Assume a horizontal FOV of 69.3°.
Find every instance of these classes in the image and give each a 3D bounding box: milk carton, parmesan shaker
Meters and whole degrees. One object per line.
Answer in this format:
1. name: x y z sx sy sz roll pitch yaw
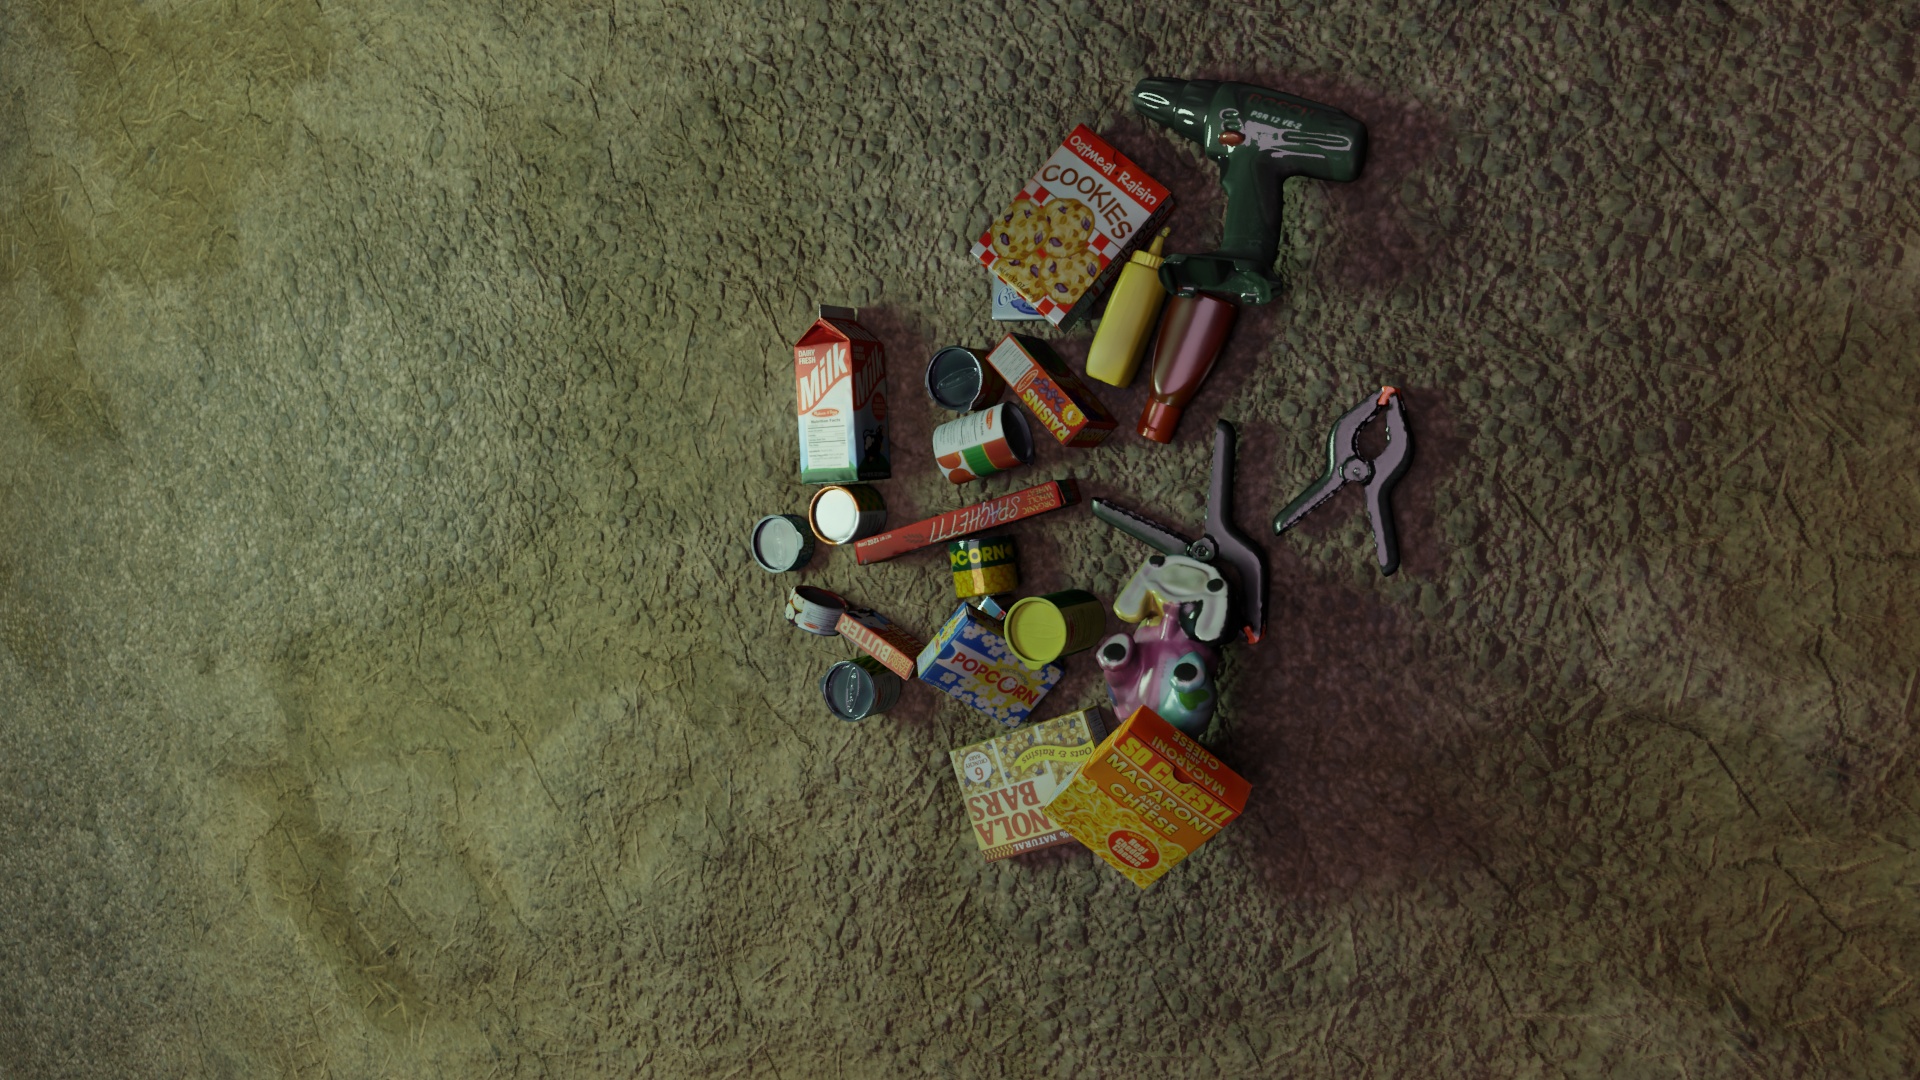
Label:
1. milk carton: -0.128 -0.158 1.500 0.073 0.072 0.190 -2 93 27
2. parmesan shaker: 0.095 0.087 1.381 0.071 0.103 0.071 1 93 27

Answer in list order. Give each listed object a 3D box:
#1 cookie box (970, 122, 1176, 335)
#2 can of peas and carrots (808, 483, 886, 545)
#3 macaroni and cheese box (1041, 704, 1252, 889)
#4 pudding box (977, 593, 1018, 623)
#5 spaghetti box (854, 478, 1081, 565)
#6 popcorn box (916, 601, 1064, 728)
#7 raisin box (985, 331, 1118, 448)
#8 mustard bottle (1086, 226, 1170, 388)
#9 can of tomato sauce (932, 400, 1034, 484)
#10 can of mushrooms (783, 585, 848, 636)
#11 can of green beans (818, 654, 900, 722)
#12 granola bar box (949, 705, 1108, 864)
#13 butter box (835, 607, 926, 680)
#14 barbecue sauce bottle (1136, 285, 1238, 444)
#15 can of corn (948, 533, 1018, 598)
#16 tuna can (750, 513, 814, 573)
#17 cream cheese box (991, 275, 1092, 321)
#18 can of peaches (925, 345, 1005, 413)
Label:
1. cookie box: 0.111 -0.307 1.366 0.123 0.040 0.167 43 95 18
2. can of peas and carrots: -0.125 -0.030 1.512 0.071 0.059 0.071 1 93 27
3. macaroni and cheese box: 0.167 0.237 1.264 0.124 0.040 0.165 37 135 1
4. pudding box: 0.024 0.094 1.447 0.030 0.050 0.083 47 111 19
5. spaghetti box: 0.005 -0.018 1.451 0.249 0.050 0.028 -17 87 27
6. popcorn box: 0.031 0.128 1.412 0.126 0.038 0.085 30 113 -23
7. raisin box: 0.092 -0.148 1.380 0.040 0.086 0.123 -46 73 20
8. mustard bottle: 0.170 -0.229 1.351 0.049 0.065 0.160 22 97 15
9. can of tomato sauce: 0.024 -0.098 1.430 0.083 0.071 0.071 -17 85 27
10. can of mushrooms: -0.159 0.076 1.532 0.071 0.071 0.033 26 105 24
11. can of green beans: -0.107 0.160 1.513 0.071 0.058 0.071 2 94 27
12. granola bar box: 0.082 0.253 1.432 0.165 0.039 0.124 -22 83 27
13. butter box: -0.080 0.110 1.499 0.103 0.053 0.024 33 109 22
14. barbecue sauce bottle: 0.213 -0.168 1.341 0.065 0.044 0.148 26 105 24
15. can of corn: 0.024 0.026 1.432 0.071 0.071 0.058 -9 90 27
16. tuna can: -0.198 0.003 1.565 0.071 0.033 0.071 2 94 27
17. cream cheese box: 0.083 -0.250 1.414 0.104 0.024 0.053 4 93 27
18. can of peaches: 0.006 -0.165 1.439 0.071 0.058 0.071 2 94 26
